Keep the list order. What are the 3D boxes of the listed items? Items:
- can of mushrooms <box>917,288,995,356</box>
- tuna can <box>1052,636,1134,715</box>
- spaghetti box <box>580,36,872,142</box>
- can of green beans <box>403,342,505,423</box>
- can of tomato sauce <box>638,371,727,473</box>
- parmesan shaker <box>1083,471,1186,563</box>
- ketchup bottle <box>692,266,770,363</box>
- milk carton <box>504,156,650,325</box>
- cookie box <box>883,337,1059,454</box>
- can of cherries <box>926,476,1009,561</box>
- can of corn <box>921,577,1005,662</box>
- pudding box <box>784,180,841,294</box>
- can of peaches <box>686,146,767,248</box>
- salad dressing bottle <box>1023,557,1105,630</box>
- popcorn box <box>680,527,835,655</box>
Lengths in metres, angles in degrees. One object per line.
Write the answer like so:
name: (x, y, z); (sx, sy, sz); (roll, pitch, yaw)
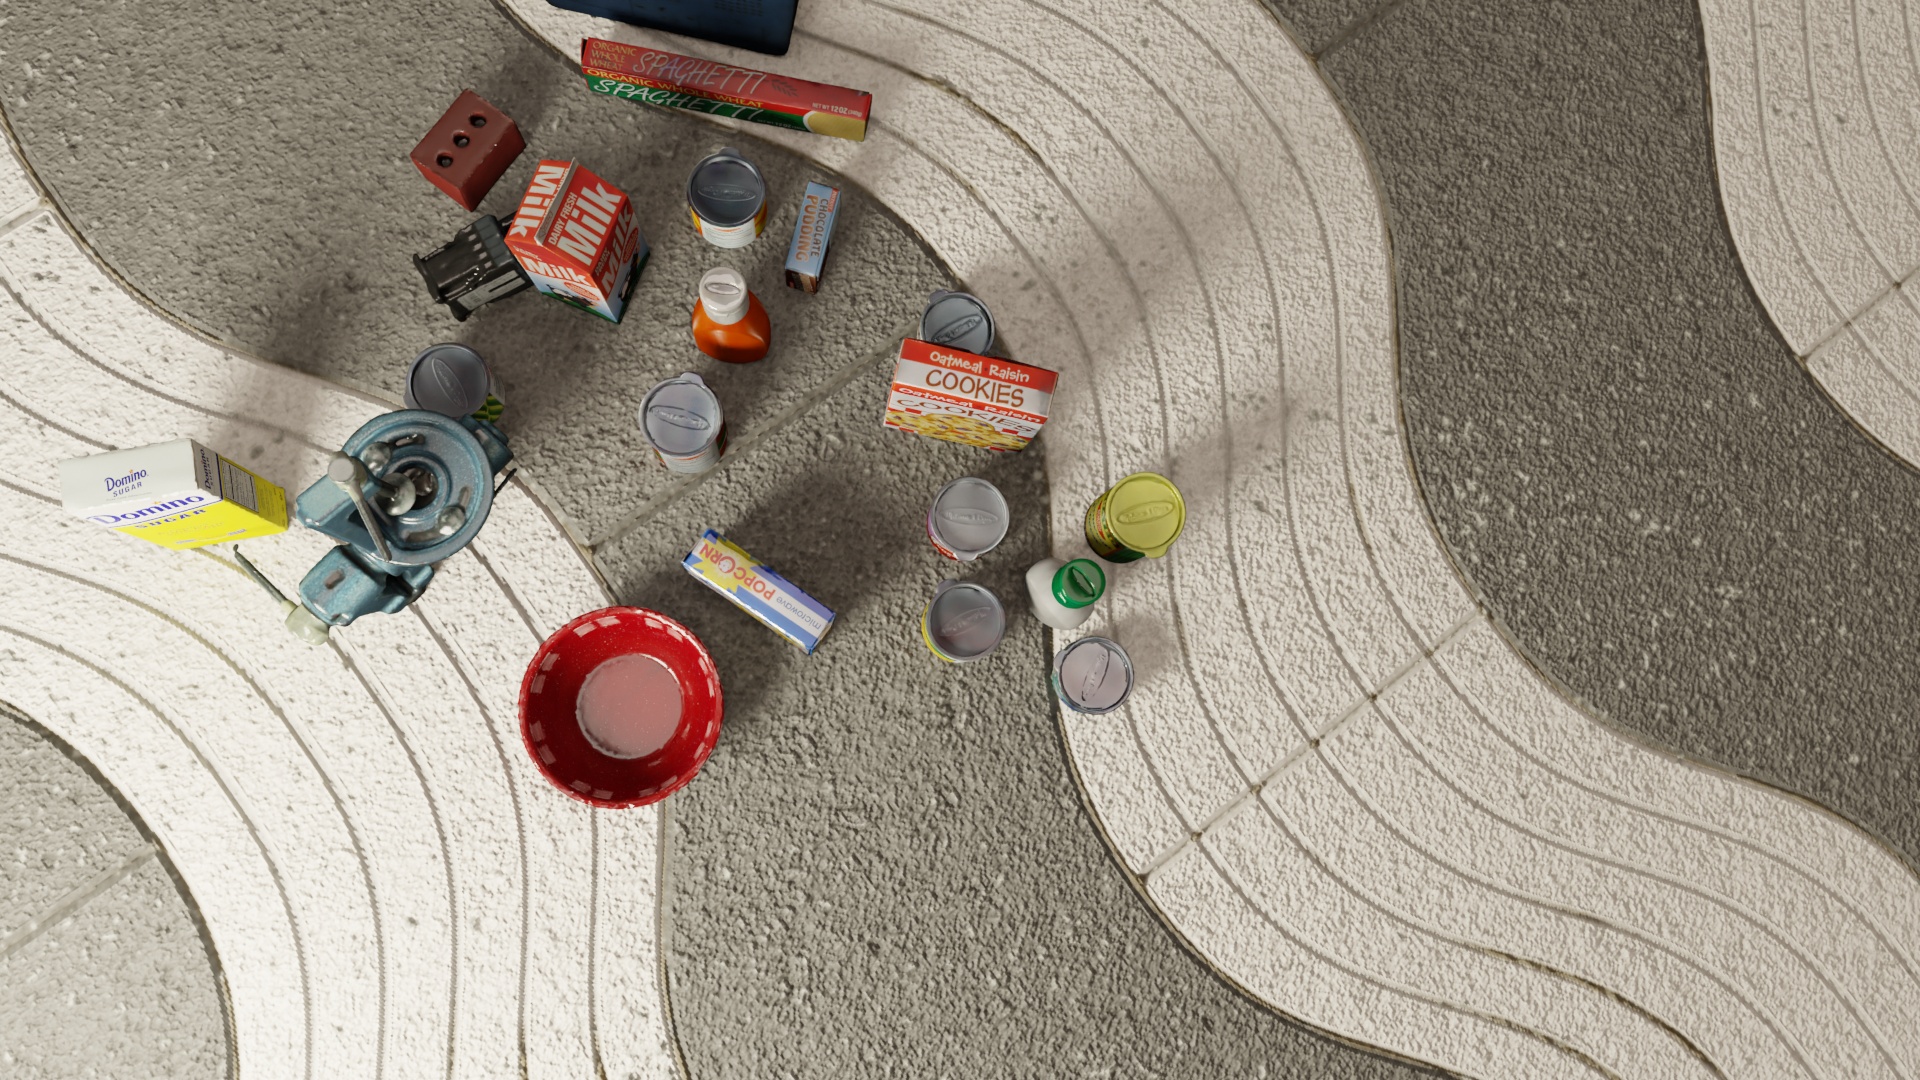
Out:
can of mushrooms: (-0.005, -0.183, 1.211); (0.071, 0.033, 0.071); (1, 83, -6)
tuna can: (0.110, 0.114, 1.184); (0.071, 0.033, 0.071); (1, 83, -6)
spaghetti box: (-0.203, -0.391, 1.209); (0.250, 0.050, 0.029); (9, 82, -5)
can of green beans: (-0.416, -0.124, 1.147); (0.071, 0.057, 0.071); (1, 83, -6)
can of tomato sauce: (-0.228, -0.096, 1.150); (0.071, 0.083, 0.071); (1, 83, -6)
parmesan shaker: (0.145, -0.014, 1.170); (0.071, 0.103, 0.071); (1, 83, -6)
ketchup bottle: (-0.189, -0.183, 1.133); (0.065, 0.148, 0.043); (6, 83, -5)
milk carton: (-0.305, -0.240, 1.107); (0.073, 0.190, 0.072); (22, 81, -3)
cookie box: (0.004, -0.115, 1.135); (0.123, 0.167, 0.040); (12, 82, -4)
can of cherries: (0.004, -0.015, 1.177); (0.071, 0.058, 0.071); (1, 83, -6)
can of corn: (0.000, 0.067, 1.166); (0.071, 0.058, 0.071); (1, 83, -6)
pudding box: (-0.127, -0.261, 1.200); (0.030, 0.049, 0.084); (15, 81, -4)
can of peaches: (-0.199, -0.293, 1.192); (0.071, 0.058, 0.071); (1, 83, -6)
salad dressing bottle: (0.086, 0.041, 1.133); (0.044, 0.147, 0.064); (-37, 88, -9)
popcorn box: (-0.163, 0.044, 1.138); (0.127, 0.085, 0.038); (34, 81, -1)
